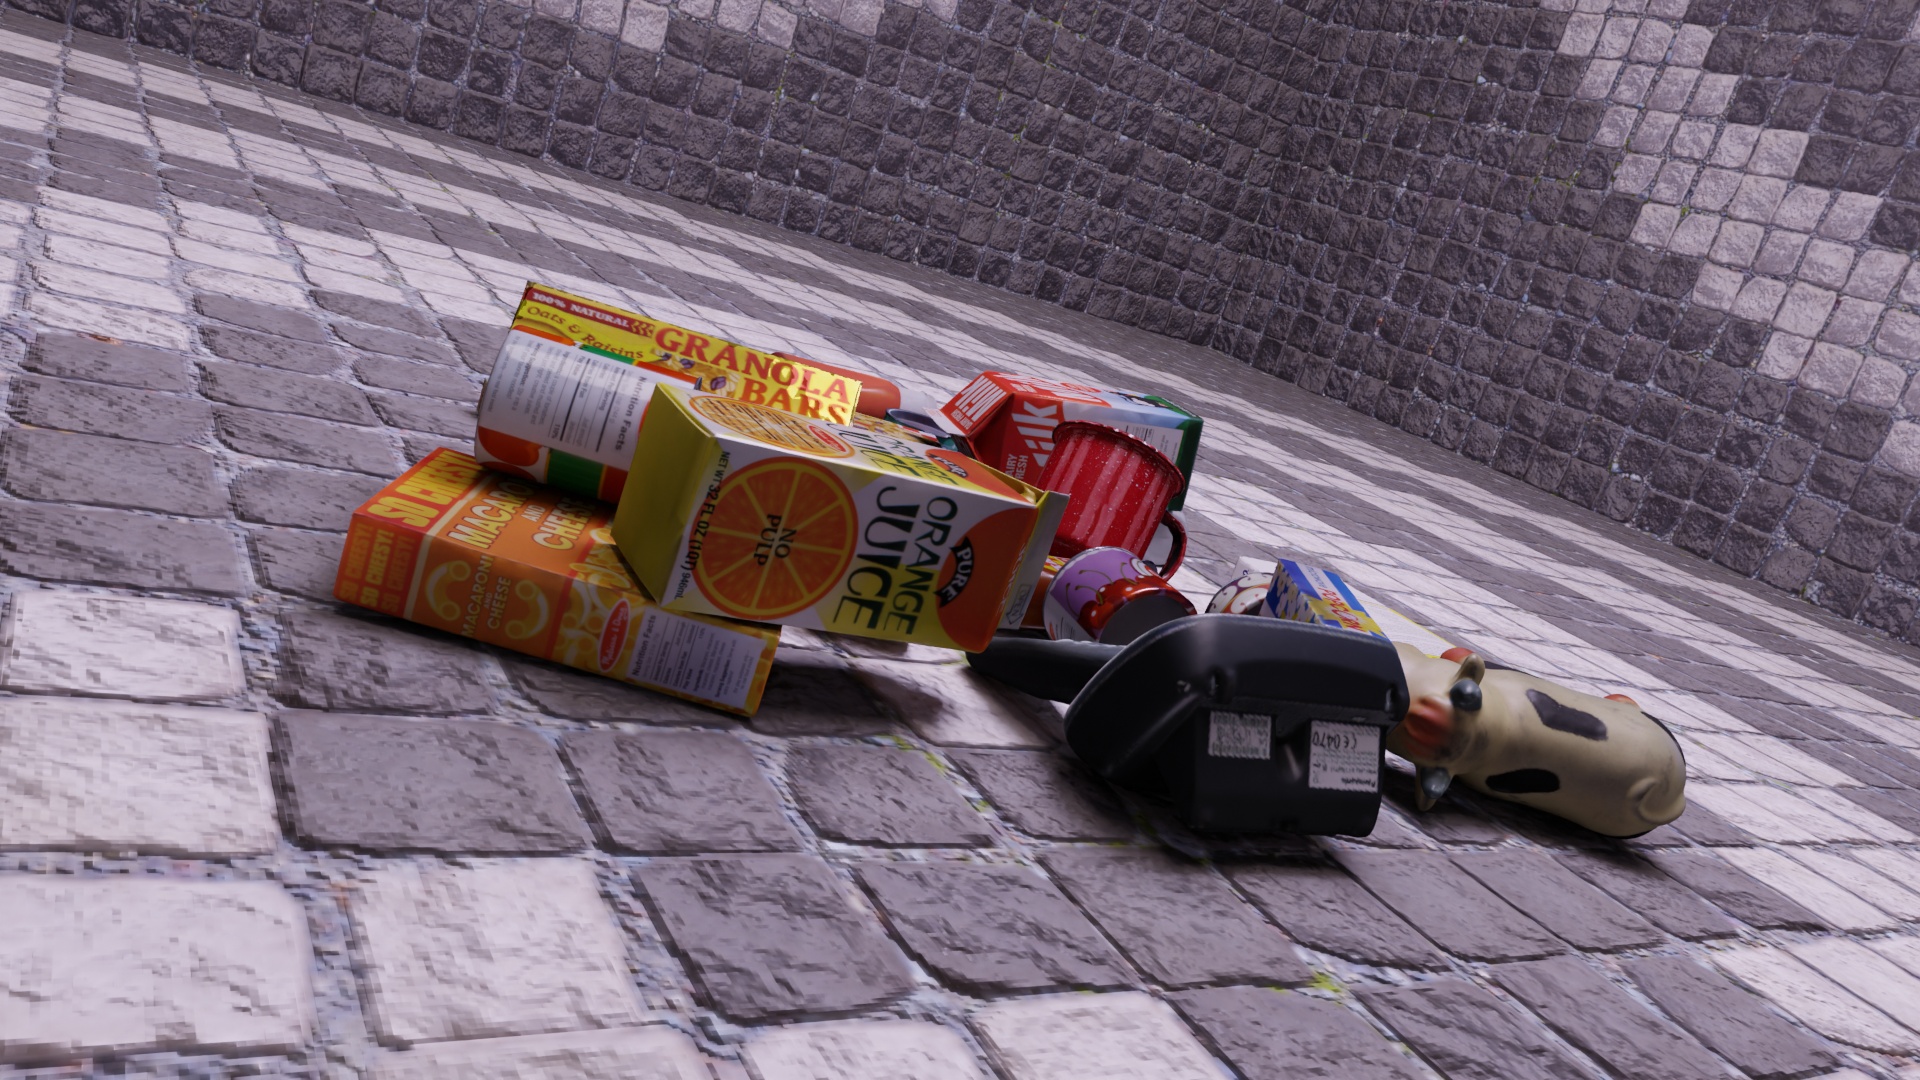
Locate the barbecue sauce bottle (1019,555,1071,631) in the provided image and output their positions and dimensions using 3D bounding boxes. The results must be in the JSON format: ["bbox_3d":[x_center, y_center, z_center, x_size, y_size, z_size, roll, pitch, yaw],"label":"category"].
[{"bbox_3d":[0.037,0.028,0.780,0.149,0.043,0.065,9,9,-33],"label":"barbecue sauce bottle"}]

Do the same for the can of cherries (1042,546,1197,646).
[{"bbox_3d":[0.087,0.042,0.737,0.071,0.071,0.058,12,16,-26],"label":"can of cherries"}]

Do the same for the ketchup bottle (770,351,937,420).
[{"bbox_3d":[-0.092,-0.122,1.178,0.149,0.043,0.065,11,17,-30],"label":"ketchup bottle"}]

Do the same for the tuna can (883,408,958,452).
[{"bbox_3d":[-0.033,-0.079,1.115,0.071,0.032,0.071,17,14,-4],"label":"tuna can"}]

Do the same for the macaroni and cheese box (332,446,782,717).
[{"bbox_3d":[-0.159,0.014,0.591,0.166,0.040,0.124,17,14,-9],"label":"macaroni and cheese box"}]

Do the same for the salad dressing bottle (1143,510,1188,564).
[{"bbox_3d":[0.121,-0.027,1.094,0.064,0.044,0.148,5,18,-28],"label":"salad dressing bottle"}]

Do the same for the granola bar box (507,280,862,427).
[{"bbox_3d":[-0.146,-0.053,0.702,0.166,0.123,0.039,16,53,-11],"label":"granola bar box"}]

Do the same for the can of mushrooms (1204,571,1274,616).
[{"bbox_3d":[0.180,0.053,0.815,0.071,0.070,0.033,15,16,-15],"label":"can of mushrooms"}]

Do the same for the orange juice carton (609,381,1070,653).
[{"bbox_3d":[-0.040,-0.005,0.592,0.193,0.071,0.073,11,16,-33],"label":"orange juice carton"}]

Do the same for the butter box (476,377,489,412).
[{"bbox_3d":[-0.239,-0.068,0.831,0.103,0.024,0.053,29,18,36],"label":"butter box"}]

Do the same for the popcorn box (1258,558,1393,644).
[{"bbox_3d":[0.181,0.068,0.729,0.038,0.085,0.127,17,15,-2],"label":"popcorn box"}]

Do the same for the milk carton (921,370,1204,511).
[{"bbox_3d":[0.070,-0.075,1.008,0.191,0.073,0.072,6,17,-19],"label":"milk carton"}]

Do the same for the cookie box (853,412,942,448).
[{"bbox_3d":[-0.070,-0.053,0.960,0.123,0.040,0.168,15,14,-13],"label":"cookie box"}]

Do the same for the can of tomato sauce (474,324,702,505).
[{"bbox_3d":[-0.165,-0.052,0.619,0.083,0.071,0.071,16,14,-9],"label":"can of tomato sauce"}]
